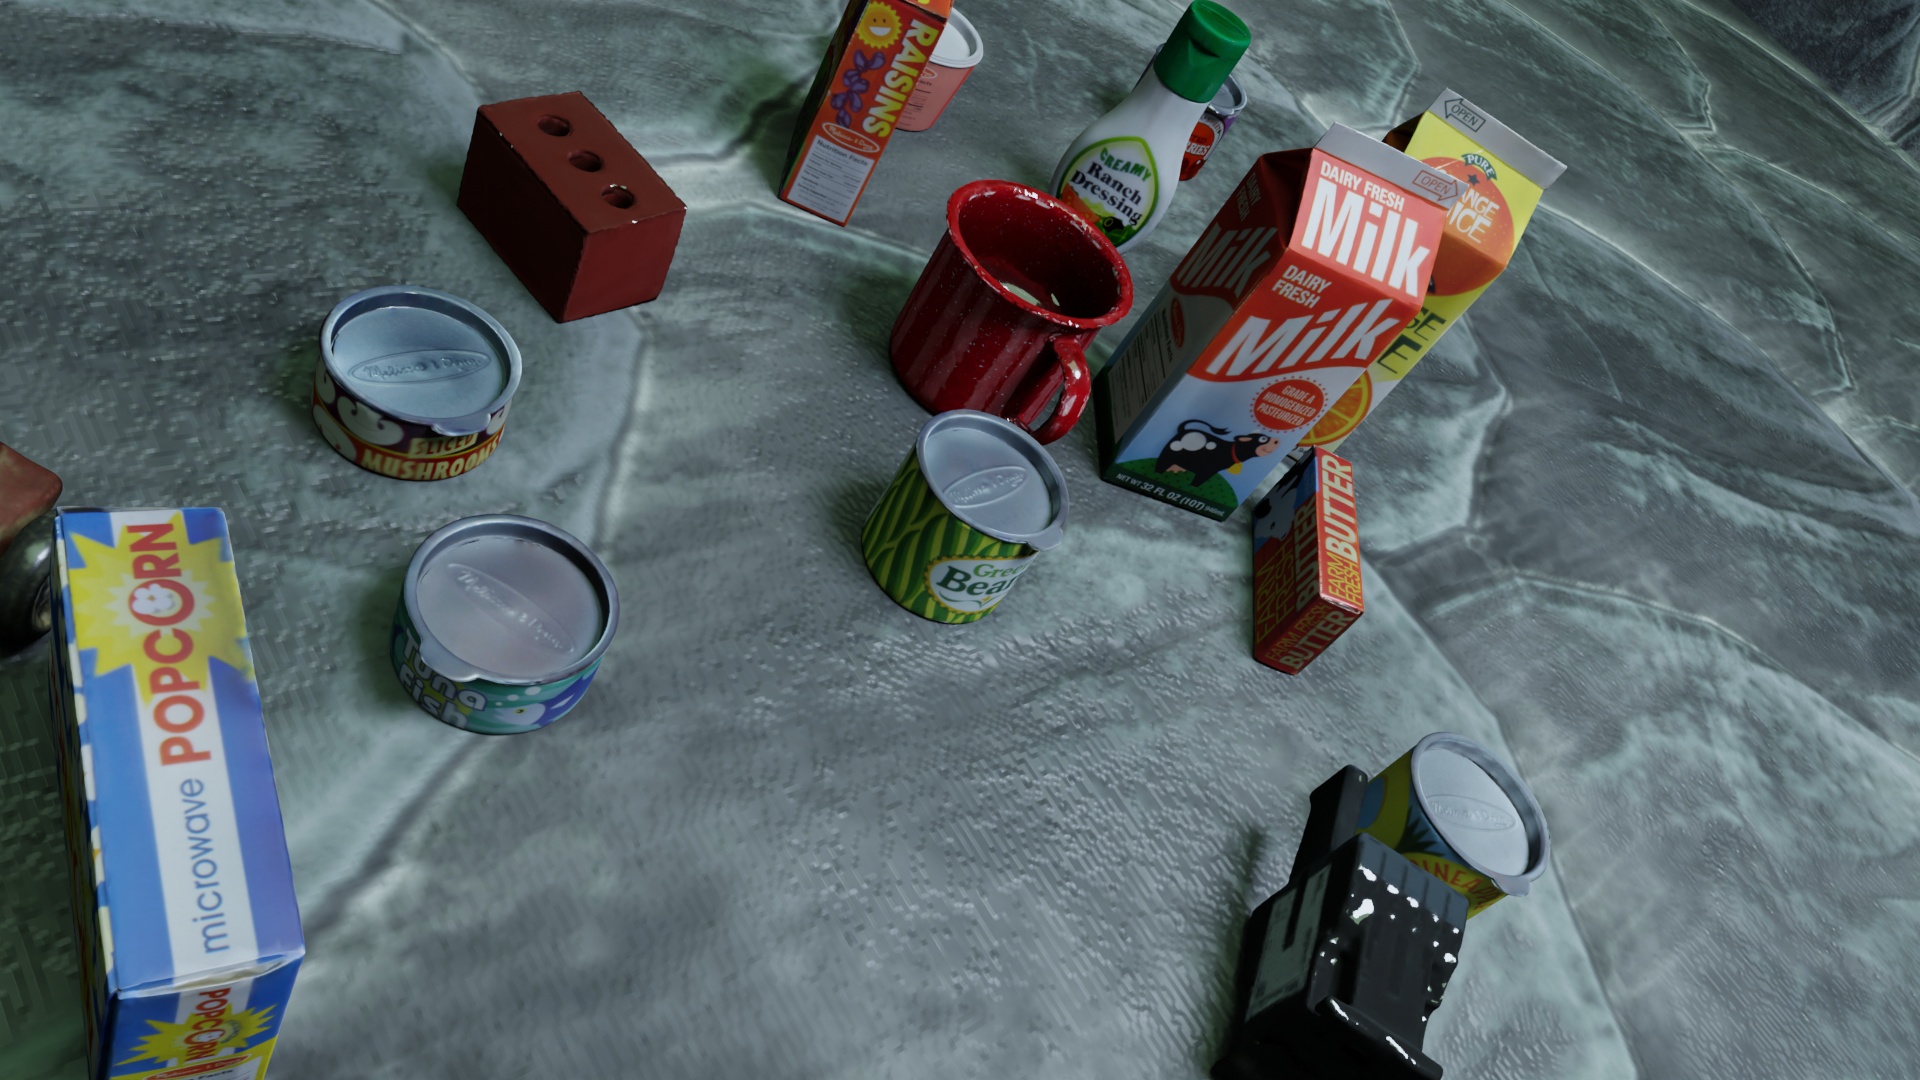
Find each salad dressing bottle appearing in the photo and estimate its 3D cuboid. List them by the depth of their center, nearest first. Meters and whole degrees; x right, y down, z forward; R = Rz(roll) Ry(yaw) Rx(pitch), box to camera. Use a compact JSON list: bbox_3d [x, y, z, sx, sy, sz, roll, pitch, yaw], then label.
[{"bbox_3d":[0.099,-0.216,0.741,0.064,0.147,0.044,33,42,-2],"label":"salad dressing bottle"}]

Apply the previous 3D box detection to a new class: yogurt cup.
[{"bbox_3d":[-0.028,-0.267,0.776,0.072,0.053,0.073,18,45,-18],"label":"yogurt cup"}]

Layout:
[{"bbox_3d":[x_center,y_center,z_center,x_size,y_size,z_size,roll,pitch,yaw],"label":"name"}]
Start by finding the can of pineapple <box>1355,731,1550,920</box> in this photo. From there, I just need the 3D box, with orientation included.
[{"bbox_3d":[0.191,0.121,0.558,0.071,0.057,0.071,18,45,-18],"label":"can of pineapple"}]

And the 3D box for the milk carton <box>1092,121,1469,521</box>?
[{"bbox_3d":[0.139,-0.101,0.630,0.072,0.189,0.074,18,45,-19],"label":"milk carton"}]

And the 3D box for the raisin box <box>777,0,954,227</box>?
[{"bbox_3d":[-0.045,-0.229,0.678,0.040,0.122,0.086,21,44,-16],"label":"raisin box"}]

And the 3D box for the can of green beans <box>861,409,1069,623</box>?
[{"bbox_3d":[0.001,-0.009,0.555,0.071,0.057,0.071,18,45,-18],"label":"can of green beans"}]

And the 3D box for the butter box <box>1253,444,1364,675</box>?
[{"bbox_3d":[0.160,0.008,0.646,0.024,0.052,0.104,25,43,-12],"label":"butter box"}]

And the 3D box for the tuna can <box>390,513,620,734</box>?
[{"bbox_3d":[-0.147,0.028,0.444,0.071,0.032,0.071,18,45,-18],"label":"tuna can"}]

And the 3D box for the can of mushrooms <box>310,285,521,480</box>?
[{"bbox_3d":[-0.191,-0.054,0.490,0.071,0.033,0.071,18,45,-18],"label":"can of mushrooms"}]

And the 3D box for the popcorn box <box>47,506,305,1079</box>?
[{"bbox_3d":[-0.195,0.066,0.339,0.038,0.084,0.127,-4,55,-36],"label":"popcorn box"}]

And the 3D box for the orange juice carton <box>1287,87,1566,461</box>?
[{"bbox_3d":[0.211,-0.133,0.704,0.072,0.191,0.073,31,42,-5],"label":"orange juice carton"}]

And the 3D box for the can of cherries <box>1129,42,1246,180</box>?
[{"bbox_3d":[0.139,-0.271,0.885,0.071,0.058,0.072,18,45,-18],"label":"can of cherries"}]
